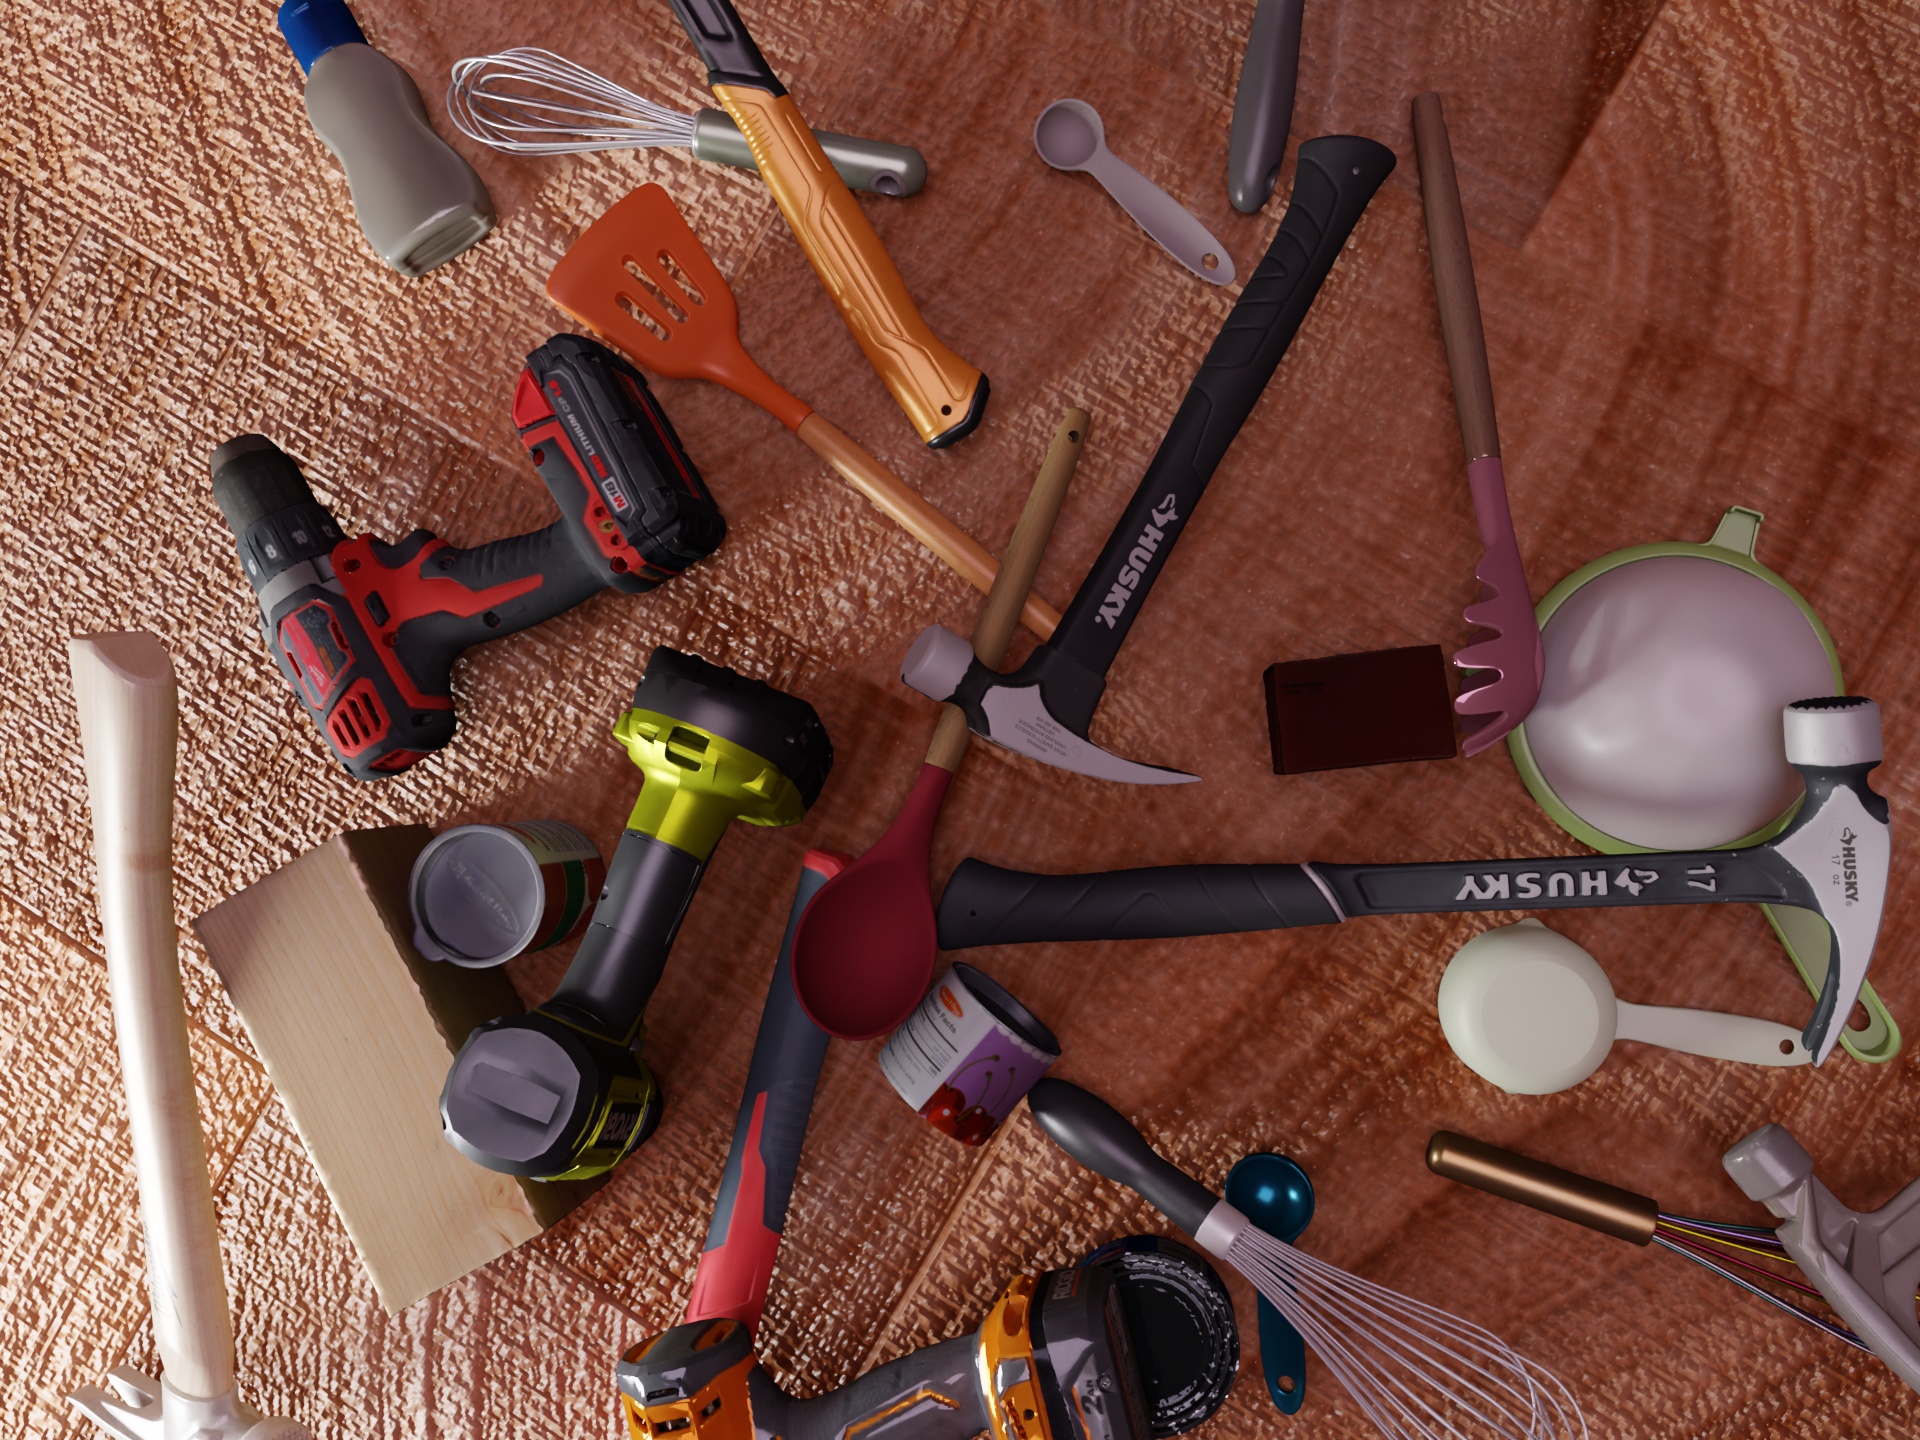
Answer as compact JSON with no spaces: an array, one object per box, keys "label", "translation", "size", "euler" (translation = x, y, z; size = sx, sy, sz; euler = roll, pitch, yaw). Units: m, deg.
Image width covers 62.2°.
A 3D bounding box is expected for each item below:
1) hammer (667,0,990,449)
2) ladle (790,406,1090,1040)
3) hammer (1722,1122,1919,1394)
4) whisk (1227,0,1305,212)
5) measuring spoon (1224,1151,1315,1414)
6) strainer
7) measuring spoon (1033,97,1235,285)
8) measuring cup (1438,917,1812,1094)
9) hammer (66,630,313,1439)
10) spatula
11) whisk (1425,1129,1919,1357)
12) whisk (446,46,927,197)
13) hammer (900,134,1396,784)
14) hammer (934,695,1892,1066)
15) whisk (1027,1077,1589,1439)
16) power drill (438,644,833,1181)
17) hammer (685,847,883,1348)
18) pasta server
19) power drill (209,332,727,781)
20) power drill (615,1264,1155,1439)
[{"label":"hammer","translation":[-0.095,-0.274,0.754],"size":[0.127,0.034,0.337],"euler":[-32,97,5]},{"label":"ladle","translation":[-0.001,-0.002,0.747],"size":[0.069,0.031,0.315],"euler":[23,85,-15]},{"label":"hammer","translation":[0.510,0.137,0.669],"size":[0.359,0.036,0.149],"euler":[-38,70,-2]},{"label":"whisk","translation":[0.155,-0.361,0.754],"size":[0.055,0.055,0.239],"euler":[9,93,8]},{"label":"measuring spoon","translation":[0.151,0.263,0.751],"size":[0.042,0.021,0.128],"euler":[-3,97,24]},{"label":"strainer","translation":[0.349,0.038,0.702],"size":[0.151,0.069,0.256],"euler":[-29,83,6]},{"label":"measuring spoon","translation":[0.086,-0.254,0.777],"size":[0.124,0.018,0.034],"euler":[42,94,0]},{"label":"measuring cup","translation":[0.305,0.139,0.720],"size":[0.167,0.038,0.083],"euler":[7,89,10]},{"label":"hammer","translation":[-0.383,0.162,0.747],"size":[0.146,0.038,0.410],"euler":[6,103,28]},{"label":"spatula","translation":[-0.058,-0.133,0.776],"size":[0.322,0.041,0.081],"euler":[40,79,6]},{"label":"whisk","translation":[0.333,0.231,0.713],"size":[0.245,0.047,0.051],"euler":[17,92,11]},{"label":"whisk","translation":[-0.137,-0.294,0.791],"size":[0.246,0.057,0.059],"euler":[12,69,3]},{"label":"hammer","translation":[0.114,-0.126,0.742],"size":[0.146,0.035,0.335],"euler":[31,86,-17]},{"label":"hammer","translation":[0.183,0.080,0.706],"size":[0.409,0.036,0.149],"euler":[-5,96,18]},{"label":"whisk","translation":[0.143,0.249,0.710],"size":[0.285,0.070,0.070],"euler":[33,93,23]},{"label":"power drill","translation":[-0.139,0.097,0.724],"size":[0.080,0.190,0.228],"euler":[21,77,8]},{"label":"hammer","translation":[-0.120,0.249,0.775],"size":[0.143,0.038,0.386],"euler":[13,90,9]},{"label":"pasta server","translation":[0.227,-0.142,0.727],"size":[0.040,0.060,0.316],"euler":[-9,77,18]},{"label":"power drill","translation":[-0.253,-0.100,0.787],"size":[0.226,0.080,0.188],"euler":[-31,84,9]},{"label":"power drill","translation":[-0.029,0.338,0.702],"size":[0.226,0.084,0.164],"euler":[-14,87,9]}]
